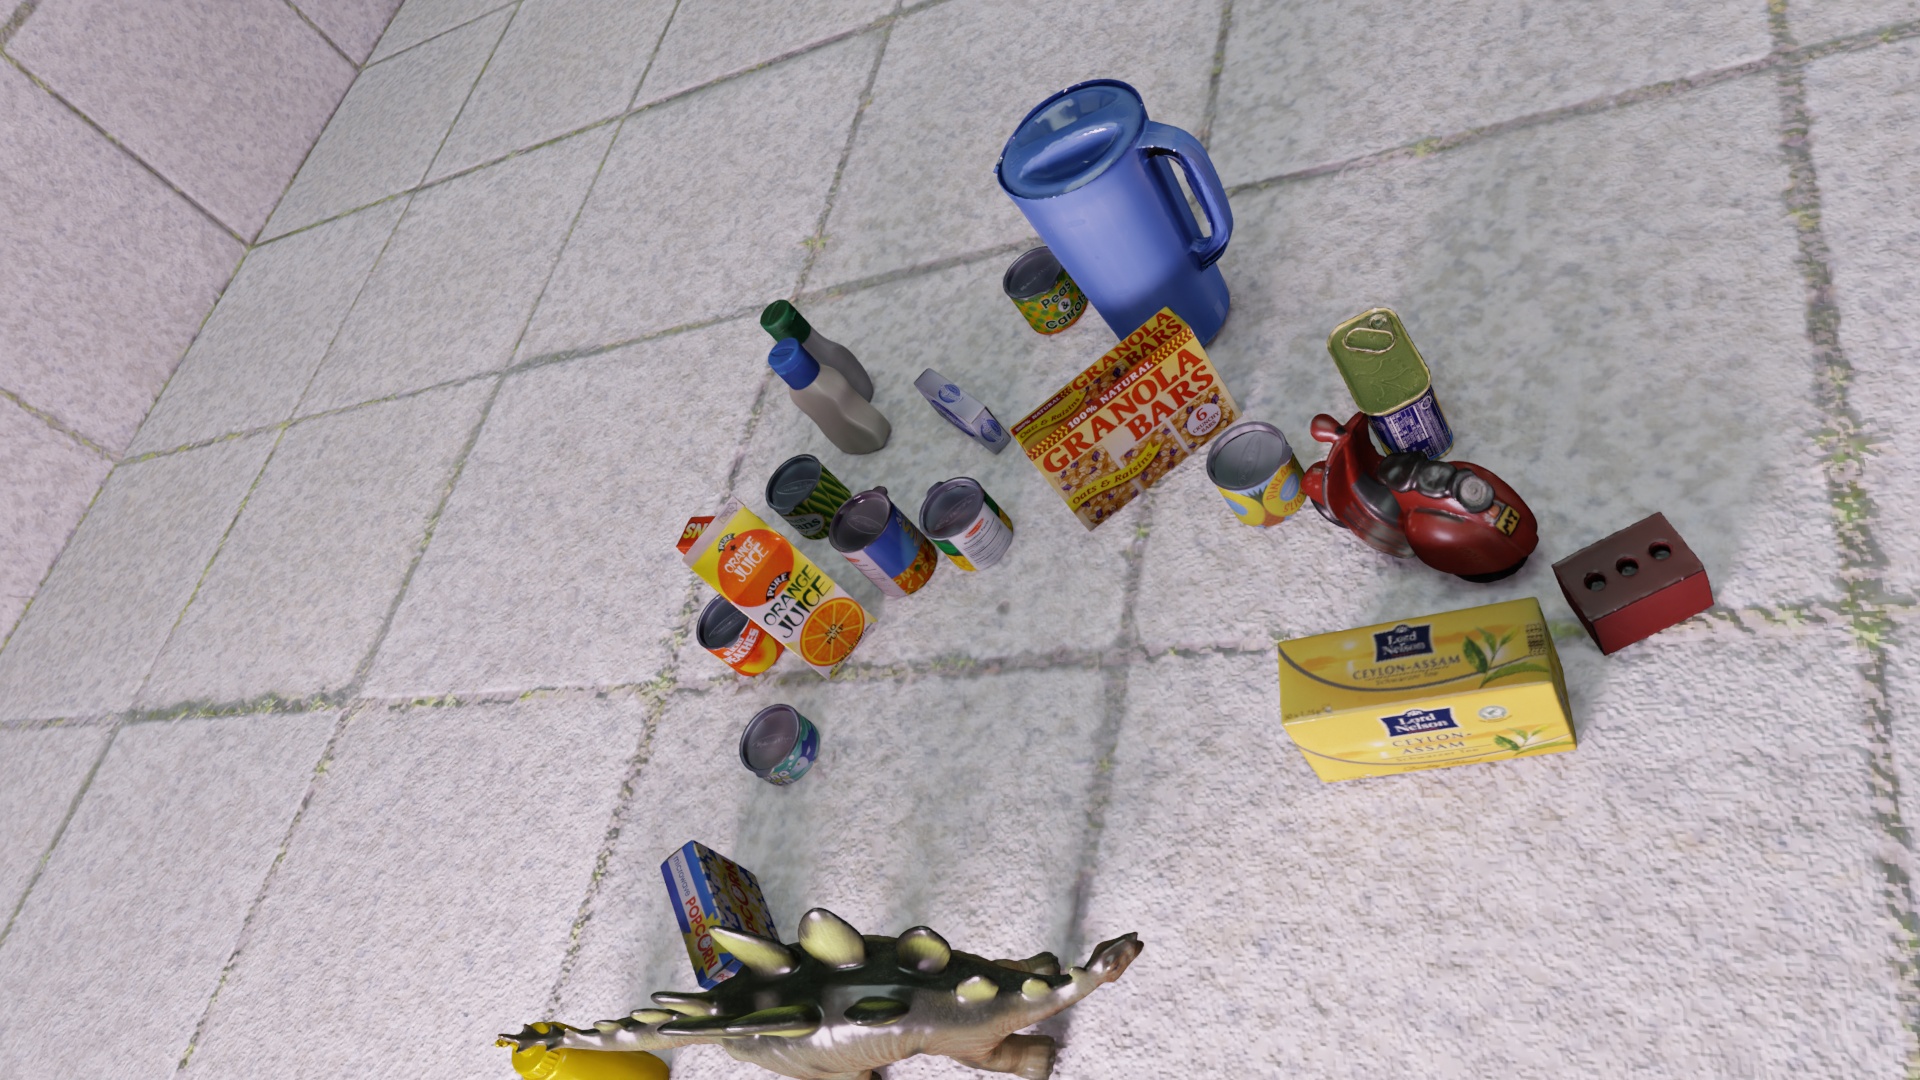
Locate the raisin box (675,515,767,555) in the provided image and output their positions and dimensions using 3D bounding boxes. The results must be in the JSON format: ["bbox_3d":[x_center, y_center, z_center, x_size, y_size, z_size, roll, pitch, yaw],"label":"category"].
[{"bbox_3d":[-0.193,0.023,1.305,0.086,0.123,0.040,0,58,35],"label":"raisin box"}]

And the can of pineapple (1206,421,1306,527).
[{"bbox_3d":[0.238,-0.051,1.105,0.071,0.057,0.071,-19,49,23],"label":"can of pineapple"}]

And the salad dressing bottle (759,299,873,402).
[{"bbox_3d":[-0.146,-0.186,1.413,0.044,0.147,0.064,-5,56,33],"label":"salad dressing bottle"}]

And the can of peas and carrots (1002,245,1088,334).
[{"bbox_3d":[0.085,-0.243,1.357,0.071,0.058,0.071,-19,49,23],"label":"can of peas and carrots"}]

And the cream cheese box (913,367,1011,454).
[{"bbox_3d":[0.002,-0.124,1.330,0.024,0.053,0.104,-47,44,-4],"label":"cream cheese box"}]

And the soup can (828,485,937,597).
[{"bbox_3d":[-0.068,0.002,1.261,0.071,0.083,0.072,-19,49,23],"label":"soup can"}]

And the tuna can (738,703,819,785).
[{"bbox_3d":[-0.160,0.183,1.226,0.071,0.032,0.071,-19,49,23],"label":"tuna can"}]

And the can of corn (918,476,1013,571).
[{"bbox_3d":[0.004,-0.016,1.242,0.071,0.058,0.071,-19,49,23],"label":"can of corn"}]

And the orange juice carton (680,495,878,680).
[{"bbox_3d":[-0.164,0.039,1.223,0.072,0.192,0.073,-51,45,-8],"label":"orange juice carton"}]

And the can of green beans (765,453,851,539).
[{"bbox_3d":[-0.149,-0.042,1.371,0.071,0.057,0.071,-19,49,23],"label":"can of green beans"}]

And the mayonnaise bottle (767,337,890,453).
[{"bbox_3d":[-0.132,-0.141,1.369,0.064,0.147,0.041,-2,57,34],"label":"mayonnaise bottle"}]

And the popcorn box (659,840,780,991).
[{"bbox_3d":[-0.186,0.309,1.111,0.038,0.085,0.127,-39,44,4],"label":"popcorn box"}]

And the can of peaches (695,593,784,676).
[{"bbox_3d":[-0.205,0.089,1.311,0.071,0.058,0.071,-19,49,23],"label":"can of peaches"}]

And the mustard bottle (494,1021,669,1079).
[{"bbox_3d":[-0.293,0.401,1.063,0.065,0.160,0.049,-12,52,28],"label":"mustard bottle"}]

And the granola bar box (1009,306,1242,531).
[{"bbox_3d":[0.140,-0.100,1.163,0.165,0.124,0.039,-38,44,6],"label":"granola bar box"}]
